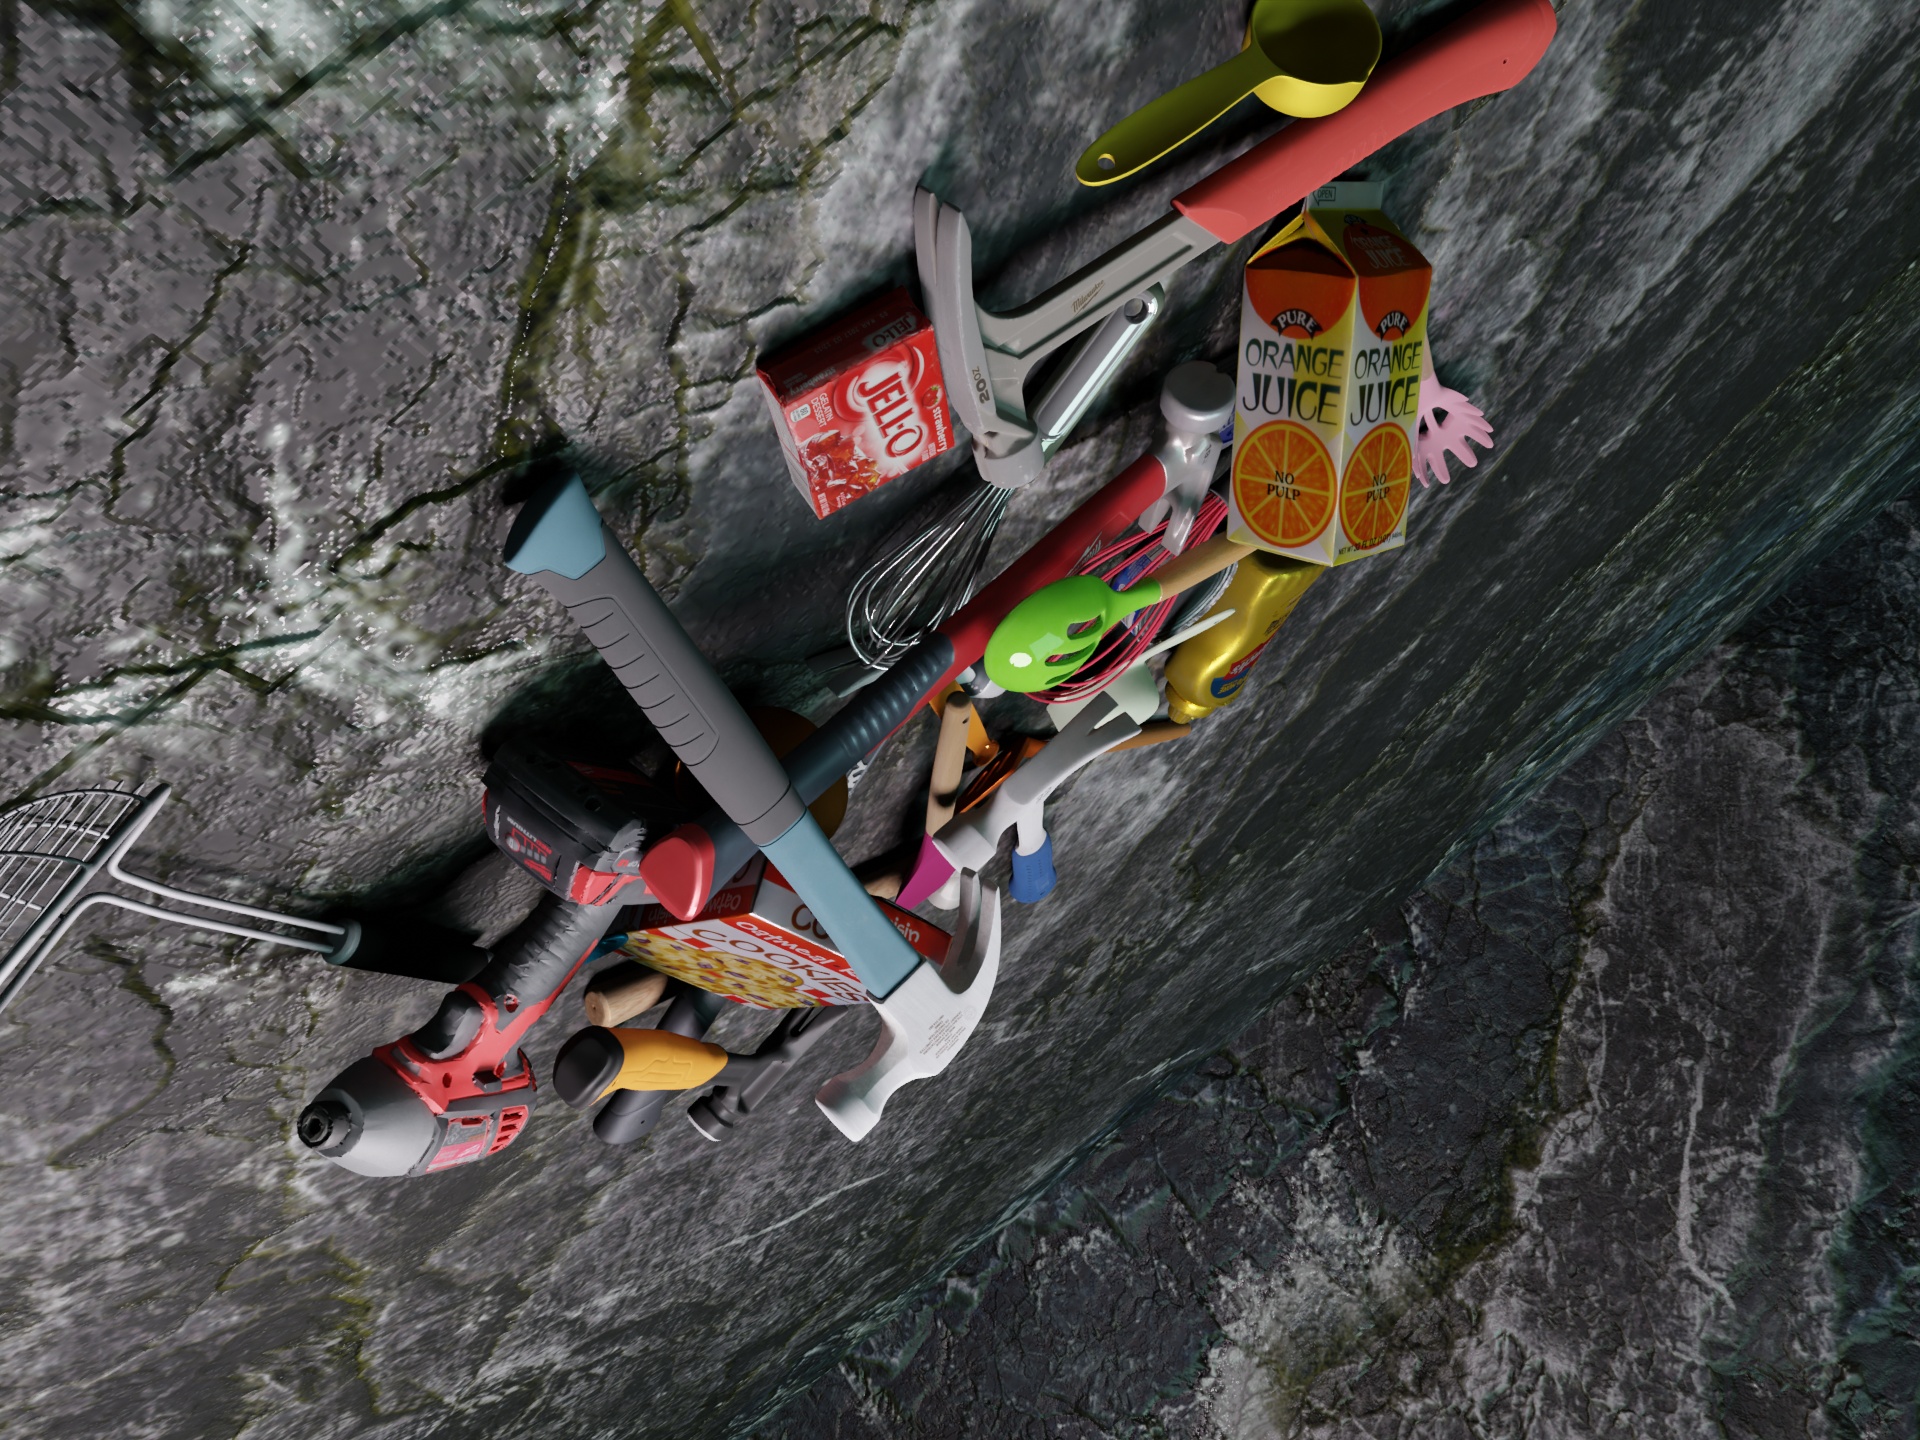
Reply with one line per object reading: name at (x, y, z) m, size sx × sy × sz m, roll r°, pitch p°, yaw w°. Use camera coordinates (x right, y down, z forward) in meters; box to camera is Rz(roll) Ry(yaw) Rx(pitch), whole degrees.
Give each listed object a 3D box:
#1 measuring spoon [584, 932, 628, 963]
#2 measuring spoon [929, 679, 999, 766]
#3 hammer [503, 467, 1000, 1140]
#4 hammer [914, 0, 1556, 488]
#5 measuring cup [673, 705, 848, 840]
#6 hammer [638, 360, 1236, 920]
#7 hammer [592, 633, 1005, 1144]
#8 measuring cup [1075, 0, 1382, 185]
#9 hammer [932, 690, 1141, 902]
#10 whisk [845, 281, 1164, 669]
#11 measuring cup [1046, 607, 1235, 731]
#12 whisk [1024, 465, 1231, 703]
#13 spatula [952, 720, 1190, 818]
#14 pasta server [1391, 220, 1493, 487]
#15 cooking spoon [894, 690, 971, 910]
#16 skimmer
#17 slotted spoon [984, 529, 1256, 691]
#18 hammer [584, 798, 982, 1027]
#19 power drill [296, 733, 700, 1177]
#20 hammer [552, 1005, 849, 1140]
measuring spoon at (-0.219, 0.125, 0.873) m, size 0.042 × 0.021 × 0.128 m, roll 11°, pitch 154°, yaw -42°
measuring spoon at (-0.001, -0.003, 0.933) m, size 0.021 × 0.011 × 0.116 m, roll -45°, pitch 148°, yaw -6°
hammer at (-0.087, 0.036, 0.694) m, size 0.128 × 0.033 × 0.330 m, roll -42°, pitch 119°, yaw -16°
hammer at (0.136, -0.253, 0.725) m, size 0.359 × 0.037 × 0.149 m, roll -36°, pitch 142°, yaw -15°
measuring cup at (-0.130, 0.052, 0.875) m, size 0.173 × 0.095 × 0.052 m, roll -30°, pitch -175°, yaw 41°
hammer at (-0.003, -0.031, 0.809) m, size 0.386 × 0.038 × 0.143 m, roll -41°, pitch 162°, yaw -22°
hammer at (-0.121, 0.112, 0.974) m, size 0.149 × 0.036 × 0.409 m, roll 3°, pitch 126°, yaw -55°
measuring cup at (0.108, -0.256, 0.664) m, size 0.156 × 0.062 × 0.029 m, roll -35°, pitch 168°, yaw -14°
hammer at (0.055, 0.081, 1.136) m, size 0.144 × 0.035 × 0.405 m, roll -41°, pitch 168°, yaw -7°
whisk at (0.021, -0.121, 0.804) m, size 0.246 × 0.057 × 0.059 m, roll -52°, pitch -164°, yaw 18°
measuring cup at (0.129, -0.026, 1.074) m, size 0.083 × 0.038 × 0.167 m, roll -15°, pitch 168°, yaw -45°
whisk at (0.143, -0.121, 0.969) m, size 0.296 × 0.073 × 0.073 m, roll -44°, pitch 157°, yaw -3°
spatula at (0.092, 0.027, 1.179) m, size 0.081 × 0.041 × 0.322 m, roll -40°, pitch 161°, yaw 33°
pasta server at (0.297, -0.230, 1.019) m, size 0.060 × 0.040 × 0.316 m, roll -32°, pitch 157°, yaw 12°
cooking spoon at (-0.013, 0.057, 1.001) m, size 0.069 × 0.017 × 0.318 m, roll -35°, pitch 162°, yaw -19°
skimmer at (-0.293, 0.106, 0.693) m, size 0.127 × 0.090 × 0.363 m, roll -53°, pitch 158°, yaw -2°
slotted spoon at (0.118, -0.080, 0.871) m, size 0.314 × 0.031 × 0.070 m, roll -29°, pitch 148°, yaw -46°
hammer at (-0.105, 0.134, 1.097) m, size 0.331 × 0.031 × 0.130 m, roll -20°, pitch 151°, yaw -37°
power drill at (-0.222, 0.121, 0.764) m, size 0.219 × 0.079 × 0.143 m, roll -57°, pitch 161°, yaw 4°
hammer at (-0.153, 0.197, 0.933) m, size 0.127 × 0.034 × 0.336 m, roll -46°, pitch 165°, yaw -4°
